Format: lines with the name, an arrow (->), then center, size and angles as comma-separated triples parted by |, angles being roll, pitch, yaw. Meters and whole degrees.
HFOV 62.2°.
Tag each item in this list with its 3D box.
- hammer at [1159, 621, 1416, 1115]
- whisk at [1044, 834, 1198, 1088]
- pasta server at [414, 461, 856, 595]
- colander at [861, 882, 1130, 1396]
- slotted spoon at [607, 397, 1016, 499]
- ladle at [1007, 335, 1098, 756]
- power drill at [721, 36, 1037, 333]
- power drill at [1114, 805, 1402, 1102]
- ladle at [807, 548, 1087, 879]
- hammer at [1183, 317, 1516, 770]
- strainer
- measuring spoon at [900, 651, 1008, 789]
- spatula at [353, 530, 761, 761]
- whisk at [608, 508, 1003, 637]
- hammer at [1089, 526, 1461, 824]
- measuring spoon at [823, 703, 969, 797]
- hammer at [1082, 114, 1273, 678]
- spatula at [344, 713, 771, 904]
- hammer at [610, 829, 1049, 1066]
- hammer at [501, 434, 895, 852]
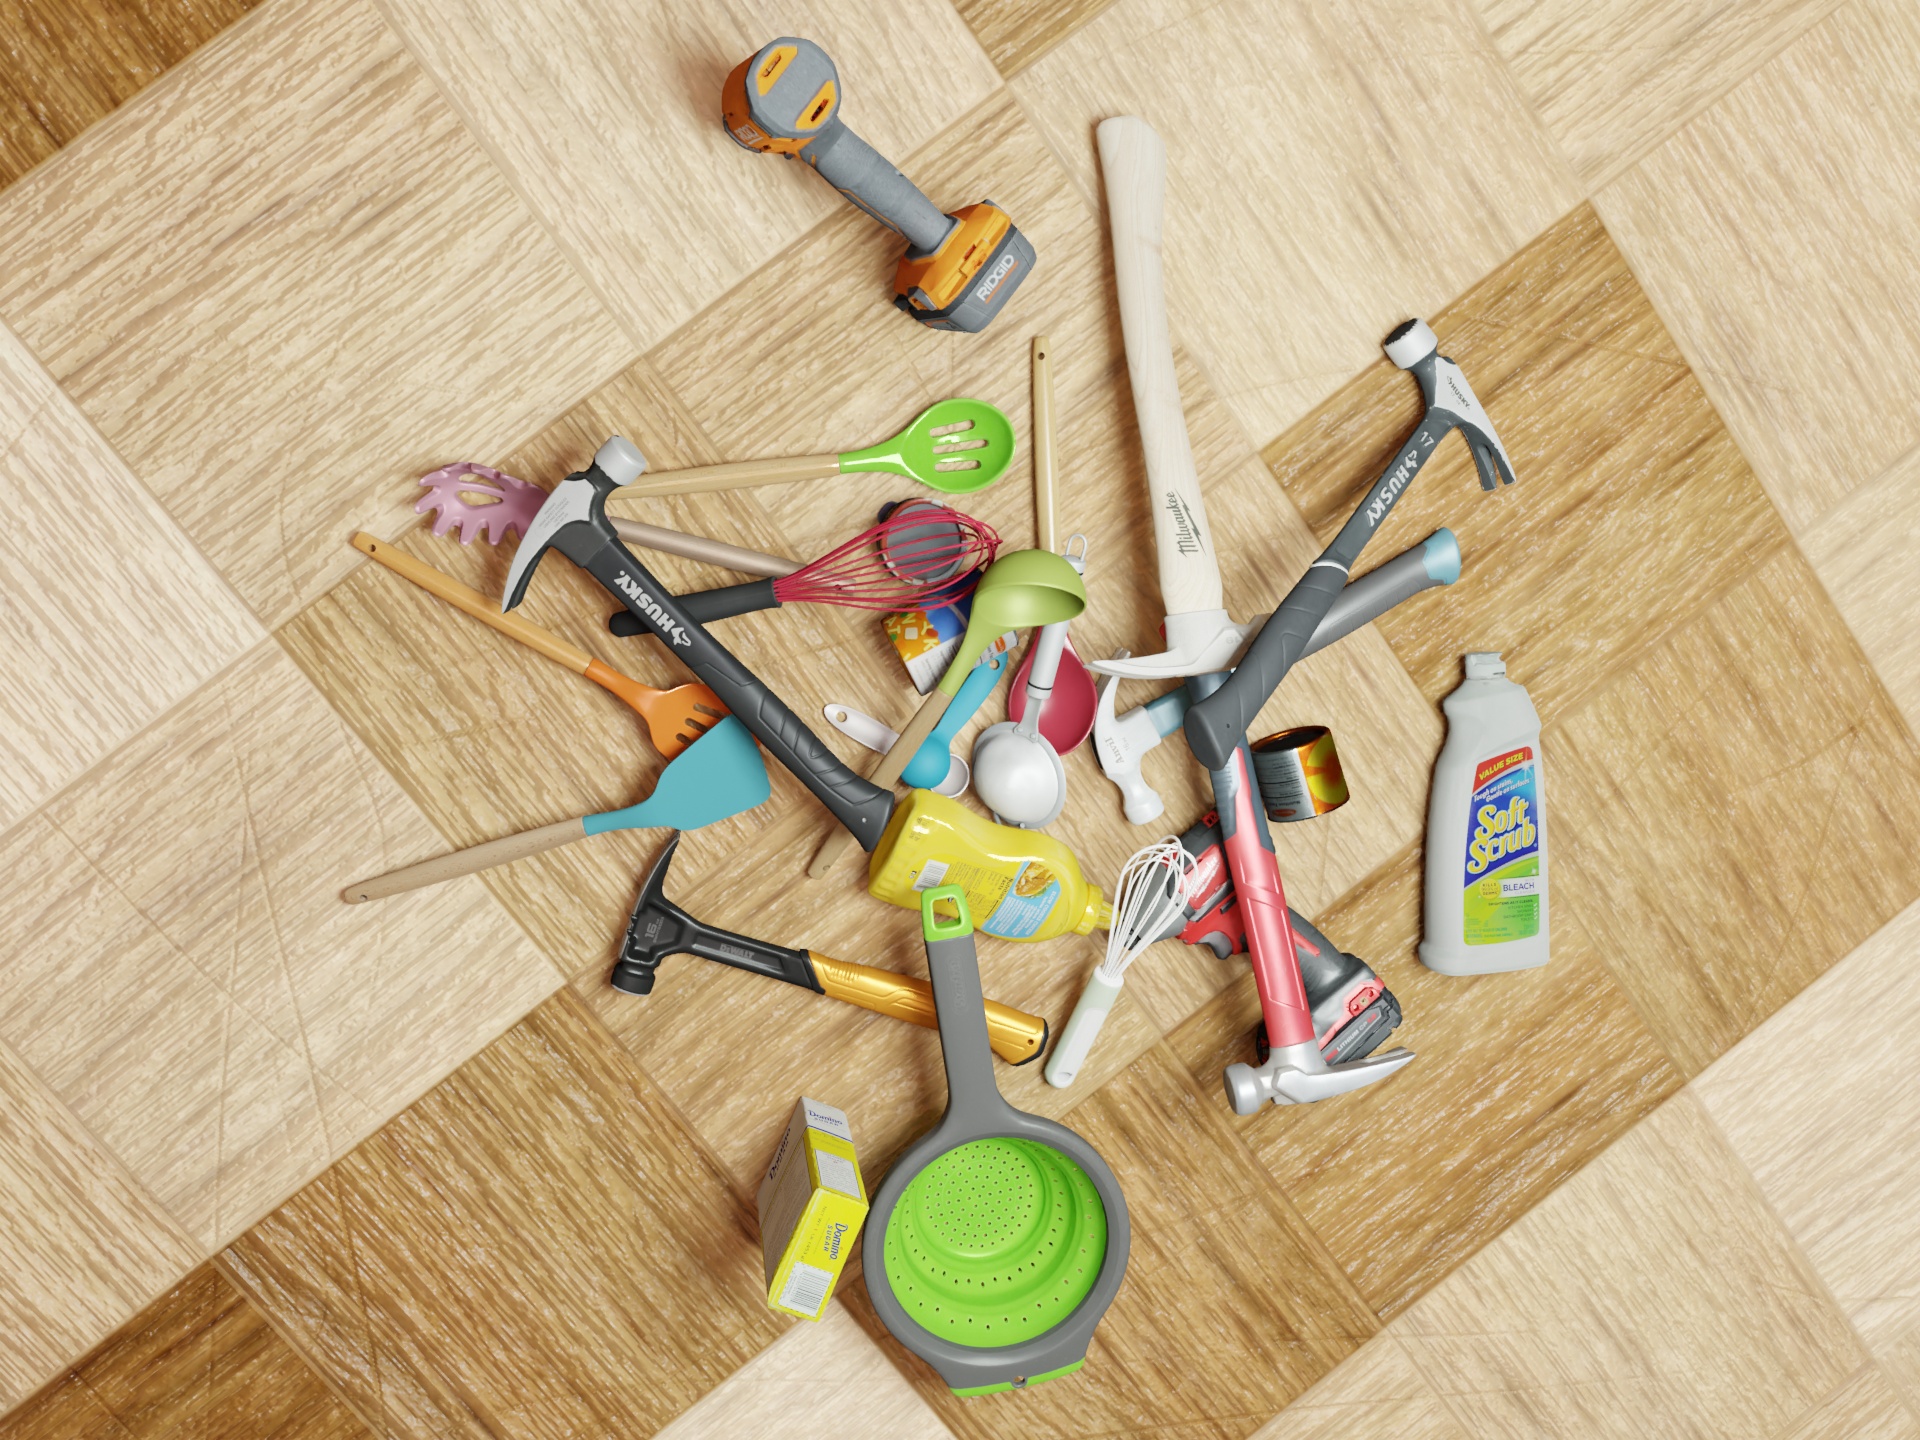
hammer -> 0.231, 0.091, 1.192 | 0.143, 0.038, 0.386 | -13, 90, -5
whisk -> 0.116, 0.189, 1.209 | 0.057, 0.059, 0.246 | 13, 119, -18
pasta server -> -0.229, -0.131, 1.153 | 0.316, 0.040, 0.060 | 13, 121, -12
colander -> 0.010, 0.308, 1.216 | 0.204, 0.094, 0.397 | -10, 100, -7
slotted spoon -> -0.115, -0.188, 1.170 | 0.313, 0.031, 0.070 | -8, 98, -6
ladle -> 0.066, -0.130, 1.205 | 0.069, 0.031, 0.315 | -1, 96, 8
power drill -> -0.068, -0.370, 1.101 | 0.226, 0.164, 0.084 | 37, 90, -24
power drill -> 0.228, 0.185, 1.249 | 0.143, 0.078, 0.219 | -41, 98, -3
ladle -> -0.020, 0.006, 1.149 | 0.078, 0.062, 0.320 | 17, 119, -39
hammer -> 0.280, -0.117, 1.157 | 0.149, 0.036, 0.409 | 47, 63, -15
strainer -> 0.053, -0.016, 1.173 | 0.087, 0.050, 0.258 | 26, 114, 27
measuring spoon -> -0.002, -0.004, 1.204 | 0.042, 0.021, 0.128 | 36, 81, -4
spatula -> -0.292, -0.052, 1.162 | 0.322, 0.041, 0.081 | 30, 94, -7
whisk -> -0.113, -0.096, 1.144 | 0.296, 0.073, 0.073 | -11, 99, 8
hammer -> 0.247, -0.053, 1.241 | 0.331, 0.033, 0.128 | -30, 102, -4
measuring spoon -> -0.050, 0.021, 1.216 | 0.124, 0.018, 0.034 | 29, 81, -5
hammer -> 0.134, -0.235, 1.157 | 0.146, 0.038, 0.411 | -8, 86, -11
spatula -> -0.299, 0.080, 1.169 | 0.317, 0.044, 0.082 | -16, 124, 1
hammer -> -0.088, 0.191, 1.219 | 0.336, 0.034, 0.127 | 19, 95, -11
hammer -> -0.173, -0.031, 1.124 | 0.146, 0.035, 0.334 | -42, 98, 14
